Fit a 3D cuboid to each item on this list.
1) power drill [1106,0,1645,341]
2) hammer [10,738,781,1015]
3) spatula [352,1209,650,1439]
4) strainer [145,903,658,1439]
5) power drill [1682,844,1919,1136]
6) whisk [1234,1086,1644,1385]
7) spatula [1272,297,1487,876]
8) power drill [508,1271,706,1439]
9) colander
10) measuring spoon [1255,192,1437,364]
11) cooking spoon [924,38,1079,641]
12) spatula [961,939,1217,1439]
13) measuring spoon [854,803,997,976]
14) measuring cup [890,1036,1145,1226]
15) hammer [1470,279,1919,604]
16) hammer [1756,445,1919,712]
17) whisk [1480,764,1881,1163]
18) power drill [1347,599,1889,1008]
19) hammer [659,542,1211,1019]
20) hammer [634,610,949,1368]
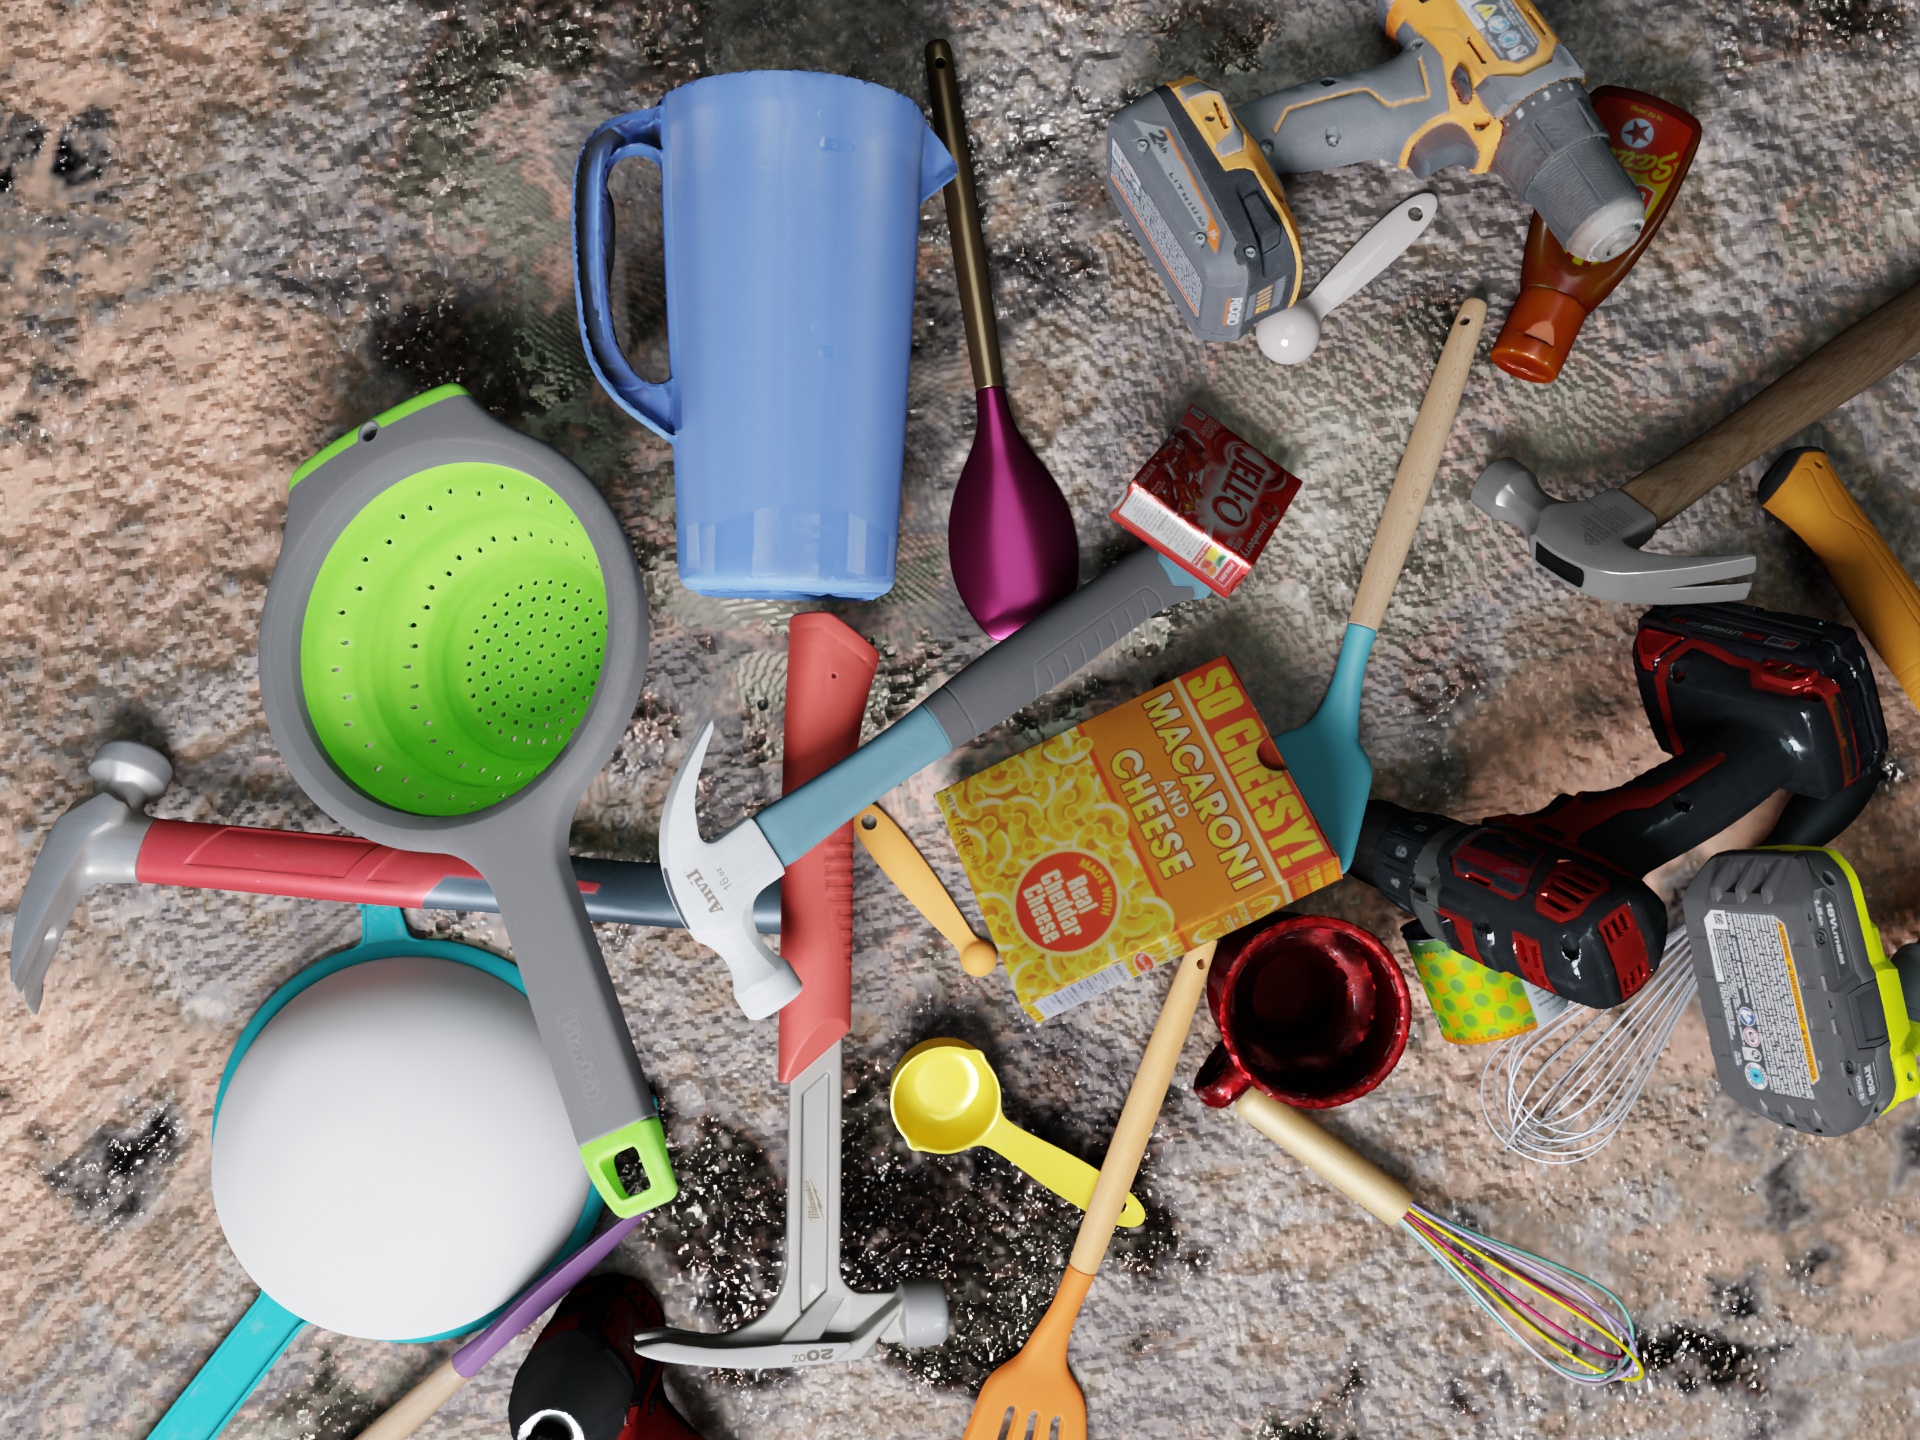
[{"bbox_3d":[0.209,-0.274,0.795,0.226,0.084,0.185,-26,74,-3],"label":"power drill"},{"bbox_3d":[-0.258,0.092,0.796,0.386,0.038,0.143,6,51,-4],"label":"hammer"},{"bbox_3d":[-0.272,0.344,0.808,0.316,0.059,0.018,-42,78,8],"label":"spatula"},{"bbox_3d":[-0.325,0.269,0.791,0.211,0.095,0.340,38,88,0],"label":"strainer"},{"bbox_3d":[0.476,0.094,0.784,0.228,0.080,0.190,-12,90,-20],"label":"power drill"},{"bbox_3d":[0.248,0.263,0.820,0.245,0.047,0.051,36,90,4],"label":"whisk"},{"bbox_3d":[0.215,-0.075,0.823,0.082,0.044,0.317,17,86,33],"label":"spatula"},{"bbox_3d":[-0.135,0.383,0.768,0.078,0.143,0.219,-37,92,2],"label":"power drill"},{"bbox_3d":[-0.201,0.038,0.767,0.204,0.094,0.397,-25,77,12],"label":"colander"},{"bbox_3d":[0.207,-0.237,0.839,0.124,0.018,0.034,-43,89,-1],"label":"measuring spoon"},{"bbox_3d":[0.011,-0.200,0.838,0.069,0.017,0.319,-9,90,-1],"label":"cooking spoon"},{"bbox_3d":[0.073,0.261,0.811,0.081,0.041,0.322,18,95,-12],"label":"spatula"},{"bbox_3d":[-0.021,0.088,0.836,0.021,0.011,0.117,-39,89,-1],"label":"measuring spoon"},{"bbox_3d":[0.031,0.219,0.833,0.156,0.029,0.062,34,92,-11],"label":"measuring cup"},{"bbox_3d":[0.435,-0.166,0.813,0.331,0.031,0.130,-33,53,-6],"label":"hammer"},{"bbox_3d":[0.487,0.003,0.756,0.127,0.034,0.337,-8,60,-17],"label":"hammer"},{"bbox_3d":[0.376,0.117,0.817,0.284,0.070,0.070,-45,90,-5],"label":"whisk"},{"bbox_3d":[0.306,0.033,0.776,0.227,0.188,0.080,-36,116,-14],"label":"power drill"},{"bbox_3d":[-0.001,-0.002,0.778,0.331,0.033,0.128,-35,96,-19],"label":"hammer"},{"bbox_3d":[-0.080,0.126,0.777,0.149,0.036,0.359,1,84,-12],"label":"hammer"}]
